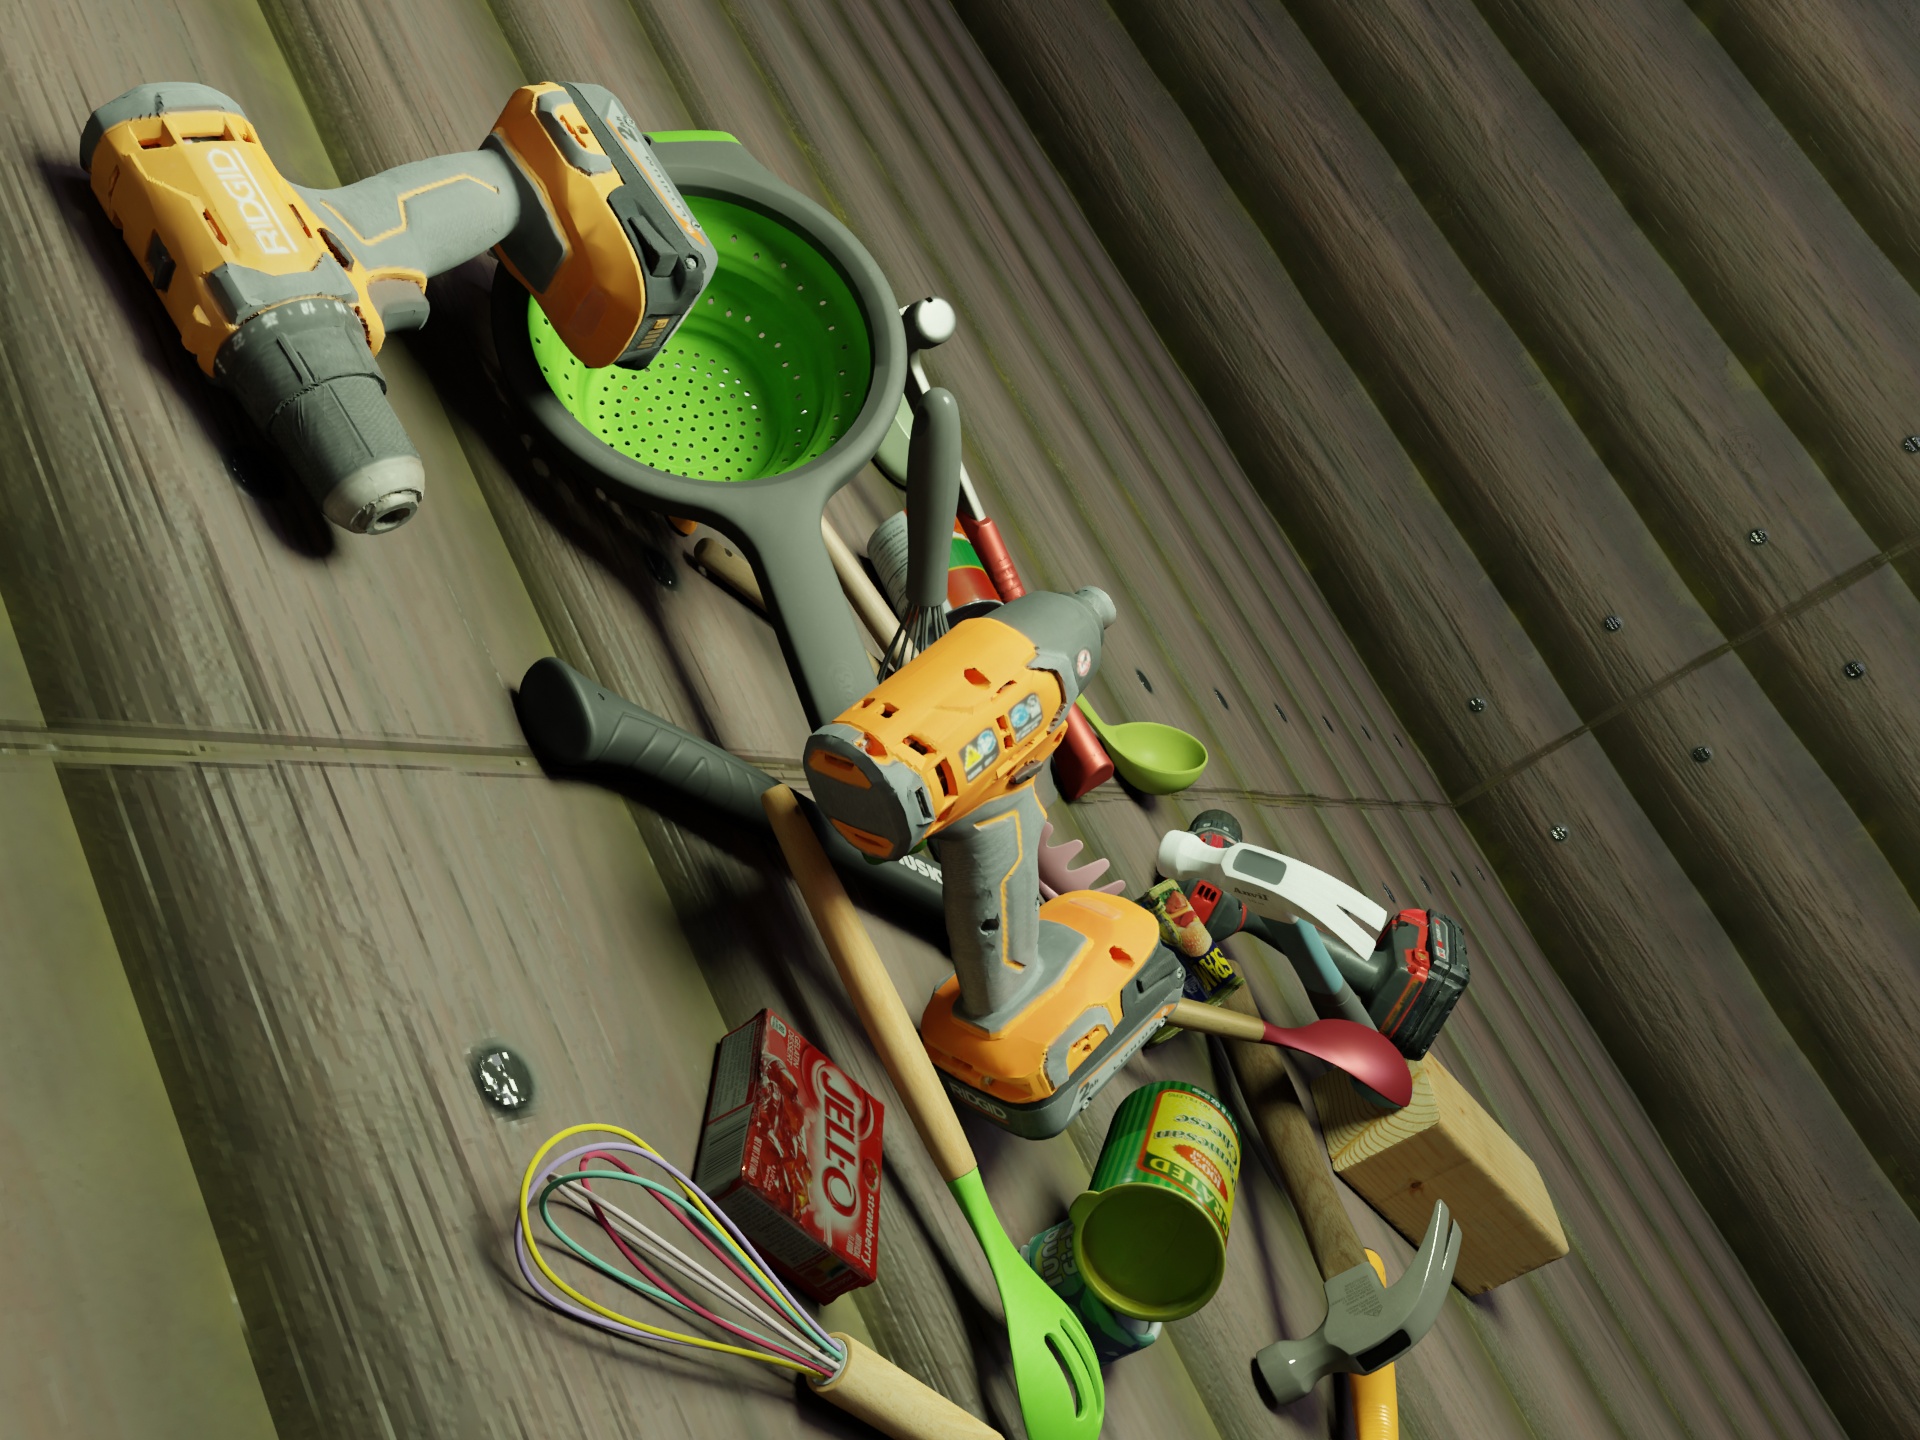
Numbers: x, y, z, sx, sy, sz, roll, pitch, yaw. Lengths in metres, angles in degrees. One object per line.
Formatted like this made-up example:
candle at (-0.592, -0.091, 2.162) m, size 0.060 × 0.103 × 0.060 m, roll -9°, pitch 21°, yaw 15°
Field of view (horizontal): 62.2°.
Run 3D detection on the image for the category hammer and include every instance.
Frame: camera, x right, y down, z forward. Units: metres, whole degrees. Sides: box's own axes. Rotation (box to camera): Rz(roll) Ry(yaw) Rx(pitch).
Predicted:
hammer at (0.205, 0.257, 0.987) m, size 0.031 × 0.130 × 0.332 m, roll 56°, pitch 10°, yaw -28°
hammer at (0.240, 0.176, 1.046) m, size 0.033 × 0.128 × 0.330 m, roll -61°, pitch 140°, yaw -22°
hammer at (0.227, 0.390, 0.874) m, size 0.337 × 0.034 × 0.127 m, roll -54°, pitch 133°, yaw -72°
hammer at (-0.071, 0.049, 0.759) m, size 0.334 × 0.035 × 0.146 m, roll 32°, pitch 26°, yaw -44°
hammer at (0.016, -0.111, 1.112) m, size 0.149 × 0.036 × 0.359 m, roll -3°, pitch -67°, yaw 63°

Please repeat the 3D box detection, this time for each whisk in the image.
whisk at (-0.057, 0.208, 0.546) m, size 0.244 × 0.051 × 0.047 m, roll 46°, pitch 16°, yaw -33°
whisk at (-0.019, -0.071, 0.863) m, size 0.055 × 0.055 × 0.238 m, roll -95°, pitch -172°, yaw -53°

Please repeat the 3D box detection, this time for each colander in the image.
colander at (-0.108, -0.105, 0.796) m, size 0.204 × 0.094 × 0.397 m, roll -15°, pitch 74°, yaw -24°

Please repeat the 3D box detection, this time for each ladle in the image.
ladle at (0.154, 0.179, 0.943) m, size 0.315 × 0.031 × 0.069 m, roll 18°, pitch 22°, yaw -27°
ladle at (0.073, -0.048, 1.210) m, size 0.320 × 0.062 × 0.078 m, roll 42°, pitch 17°, yaw -26°

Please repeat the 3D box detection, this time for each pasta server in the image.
pasta server at (-0.002, -0.003, 0.956) m, size 0.316 × 0.040 × 0.060 m, roll 56°, pitch -18°, yaw -14°

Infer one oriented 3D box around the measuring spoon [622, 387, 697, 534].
measuring spoon at (-0.168, -0.151, 0.885) m, size 0.021 × 0.011 × 0.117 m, roll 23°, pitch 38°, yaw -56°

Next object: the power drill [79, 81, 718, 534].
power drill at (-0.210, -0.177, 0.657) m, size 0.226 × 0.084 × 0.185 m, roll -26°, pitch 80°, yaw -45°

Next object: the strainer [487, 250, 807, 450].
strainer at (-0.170, -0.206, 0.915) m, size 0.087 × 0.050 × 0.258 m, roll 42°, pitch 11°, yaw 37°

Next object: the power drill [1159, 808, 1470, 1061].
power drill at (0.260, 0.146, 1.204) m, size 0.227 × 0.080 × 0.188 m, roll 26°, pitch 20°, yaw 6°

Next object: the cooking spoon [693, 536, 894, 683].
cooking spoon at (-0.045, -0.024, 0.956) m, size 0.318 × 0.017 × 0.069 m, roll 36°, pitch 29°, yaw -43°

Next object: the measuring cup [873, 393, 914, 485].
measuring cup at (-0.041, -0.232, 1.260) m, size 0.083 × 0.038 × 0.168 m, roll 50°, pitch 19°, yaw -15°

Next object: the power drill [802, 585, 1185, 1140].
power drill at (0.031, 0.057, 0.712) m, size 0.164 × 0.084 × 0.226 m, roll -39°, pitch 127°, yaw -31°

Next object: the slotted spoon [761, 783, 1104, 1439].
slotted spoon at (-0.012, 0.169, 0.674) m, size 0.314 × 0.031 × 0.070 m, roll 64°, pitch 20°, yaw 5°
